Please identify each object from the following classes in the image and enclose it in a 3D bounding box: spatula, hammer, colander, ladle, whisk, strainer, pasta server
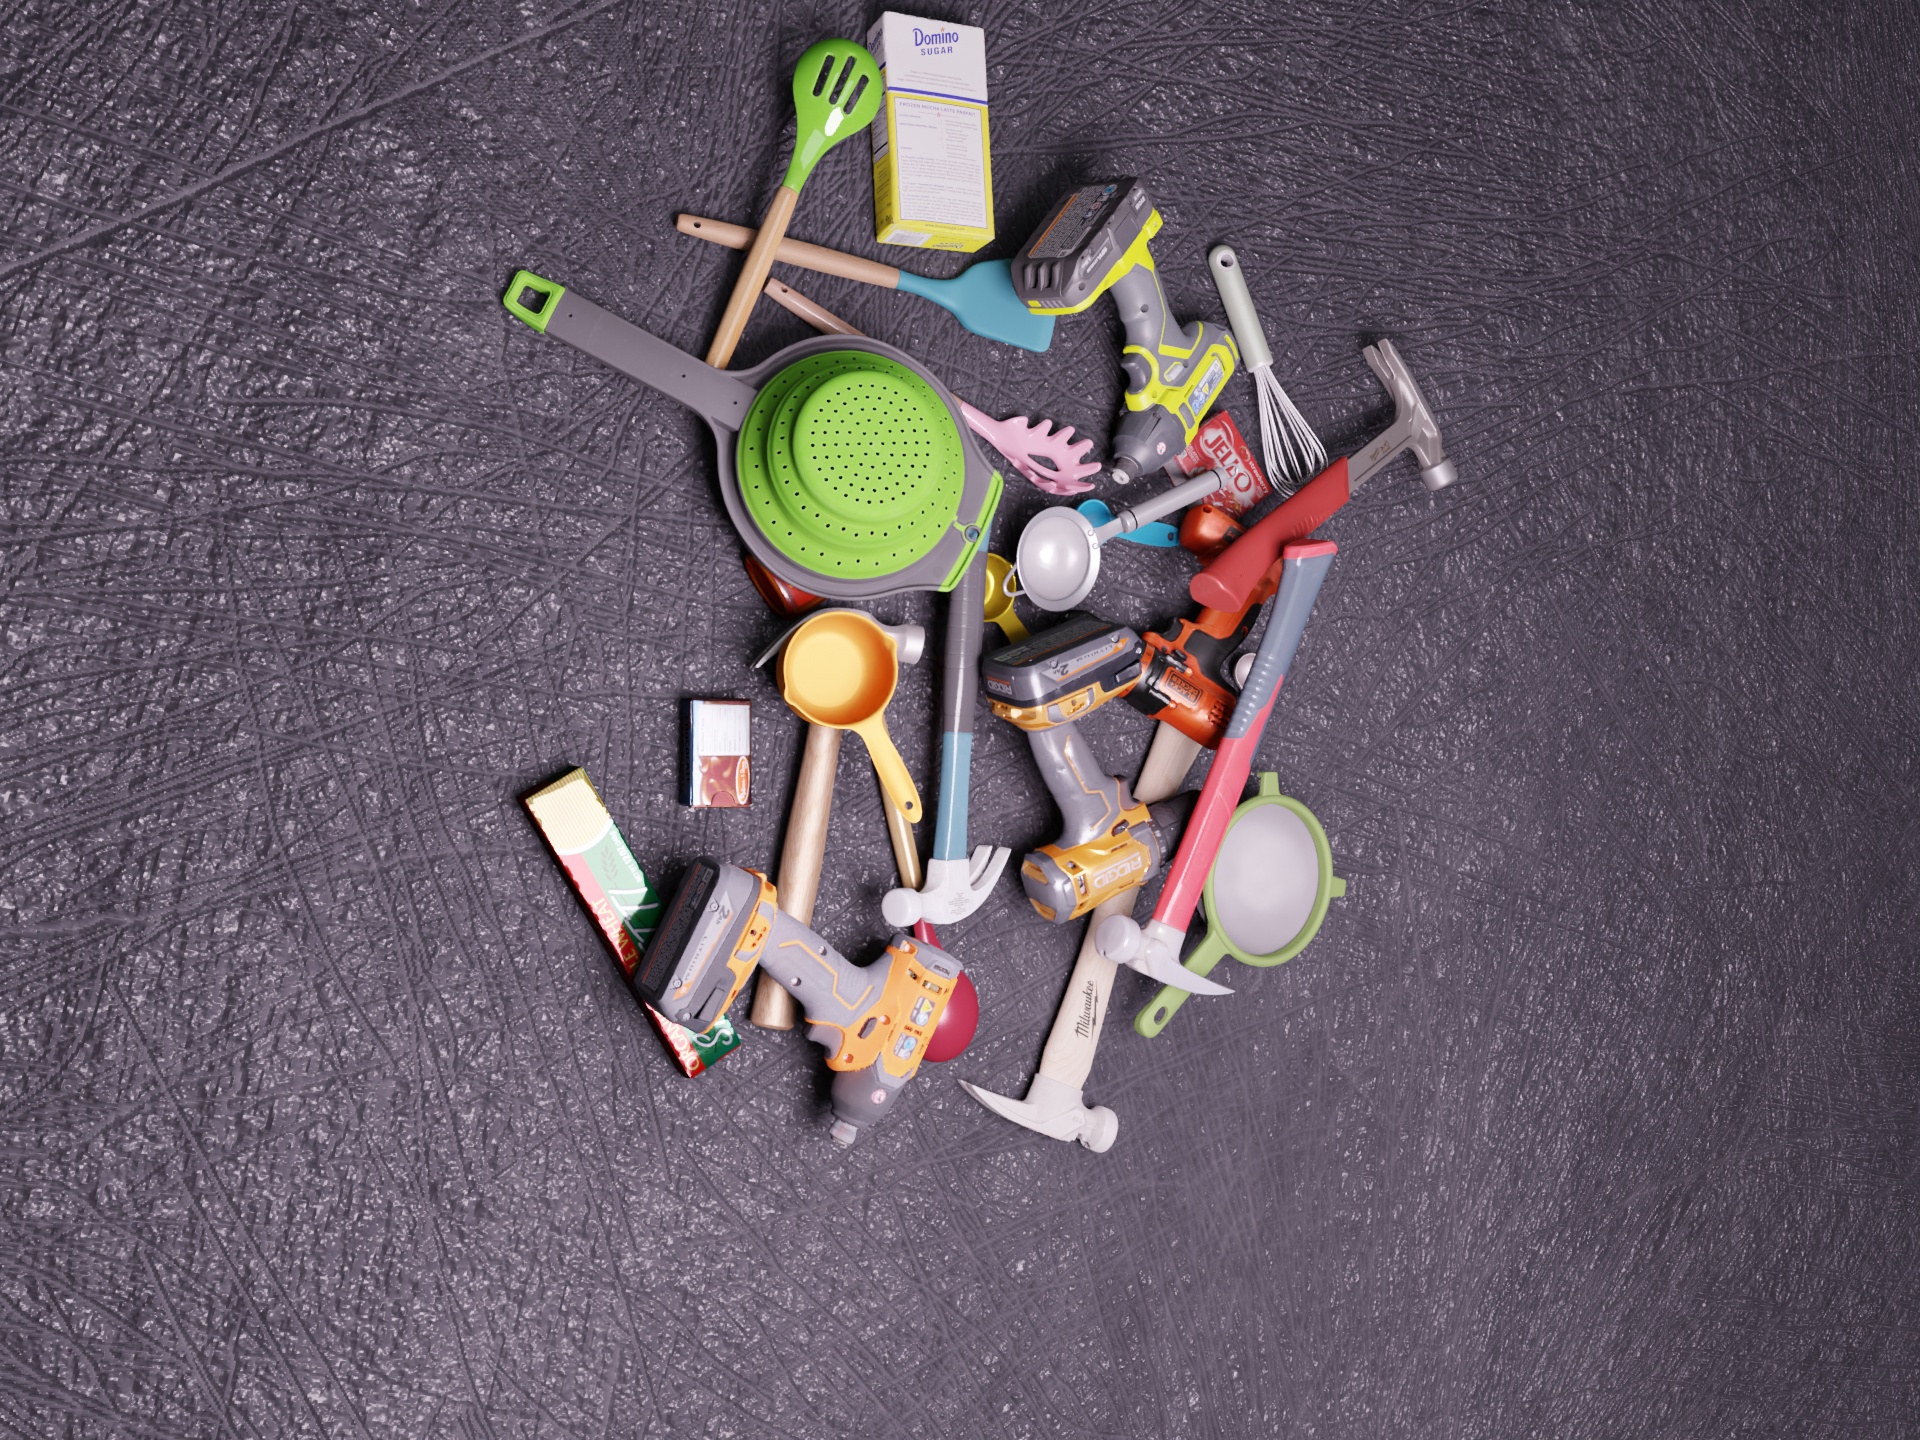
[{"bbox_3d":[-0.071,-0.365,1.276,0.317,0.044,0.082,7,90,-25],"label":"spatula"},{"bbox_3d":[0.236,0.034,1.309,0.143,0.038,0.386,27,83,-35],"label":"hammer"},{"bbox_3d":[-0.147,-0.231,1.166,0.397,0.094,0.204,27,81,-11],"label":"colander"},{"bbox_3d":[-0.039,0.126,1.290,0.069,0.031,0.315,-14,93,-29],"label":"ladle"},{"bbox_3d":[0.276,-0.315,1.449,0.058,0.059,0.246,-21,93,-8],"label":"whisk"},{"bbox_3d":[-0.120,0.074,1.239,0.130,0.031,0.331,12,86,-17],"label":"hammer"},{"bbox_3d":[0.127,0.151,1.366,0.146,0.038,0.411,25,77,-23],"label":"hammer"},{"bbox_3d":[0.312,-0.204,1.395,0.359,0.037,0.149,-37,101,-34],"label":"hammer"},{"bbox_3d":[0.133,-0.164,1.345,0.258,0.050,0.086,-27,112,-19],"label":"strainer"},{"bbox_3d":[0.220,0.174,1.391,0.256,0.069,0.151,-46,114,-21],"label":"strainer"},{"bbox_3d":[-0.021,-0.273,1.302,0.316,0.040,0.060,29,64,-22],"label":"pasta server"},{"bbox_3d":[-0.002,-0.004,1.270,0.128,0.033,0.331,4,90,-53],"label":"hammer"}]

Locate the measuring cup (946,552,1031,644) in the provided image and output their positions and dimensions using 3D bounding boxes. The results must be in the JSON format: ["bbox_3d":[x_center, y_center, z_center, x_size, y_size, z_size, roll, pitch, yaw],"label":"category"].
[{"bbox_3d":[0.041,-0.074,1.338,0.062,0.029,0.156,-43,116,-16],"label":"measuring cup"}]

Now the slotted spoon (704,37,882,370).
[{"bbox_3d":[-0.140,-0.383,1.224,0.070,0.031,0.314,24,88,-15],"label":"slotted spoon"}]

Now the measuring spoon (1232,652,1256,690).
[{"bbox_3d":[0.256,0.000,1.449,0.034,0.018,0.124,3,94,-27],"label":"measuring spoon"}]

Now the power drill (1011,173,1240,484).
[{"bbox_3d":[0.140,-0.323,1.332,0.171,0.080,0.223,-56,131,-21],"label":"power drill"}]

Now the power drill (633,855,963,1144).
[{"bbox_3d":[-0.121,0.211,1.182,0.226,0.084,0.164,29,80,-27],"label":"power drill"}]

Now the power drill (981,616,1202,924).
[{"bbox_3d":[0.121,0.032,1.295,0.185,0.084,0.226,-23,110,-24],"label":"power drill"}]

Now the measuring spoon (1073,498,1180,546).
[{"bbox_3d":[0.143,-0.168,1.397,0.128,0.021,0.042,4,97,-36],"label":"measuring spoon"}]

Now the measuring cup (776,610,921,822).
[{"bbox_3d":[-0.078,0.000,1.211,0.095,0.052,0.173,-29,100,-16],"label":"measuring cup"}]
